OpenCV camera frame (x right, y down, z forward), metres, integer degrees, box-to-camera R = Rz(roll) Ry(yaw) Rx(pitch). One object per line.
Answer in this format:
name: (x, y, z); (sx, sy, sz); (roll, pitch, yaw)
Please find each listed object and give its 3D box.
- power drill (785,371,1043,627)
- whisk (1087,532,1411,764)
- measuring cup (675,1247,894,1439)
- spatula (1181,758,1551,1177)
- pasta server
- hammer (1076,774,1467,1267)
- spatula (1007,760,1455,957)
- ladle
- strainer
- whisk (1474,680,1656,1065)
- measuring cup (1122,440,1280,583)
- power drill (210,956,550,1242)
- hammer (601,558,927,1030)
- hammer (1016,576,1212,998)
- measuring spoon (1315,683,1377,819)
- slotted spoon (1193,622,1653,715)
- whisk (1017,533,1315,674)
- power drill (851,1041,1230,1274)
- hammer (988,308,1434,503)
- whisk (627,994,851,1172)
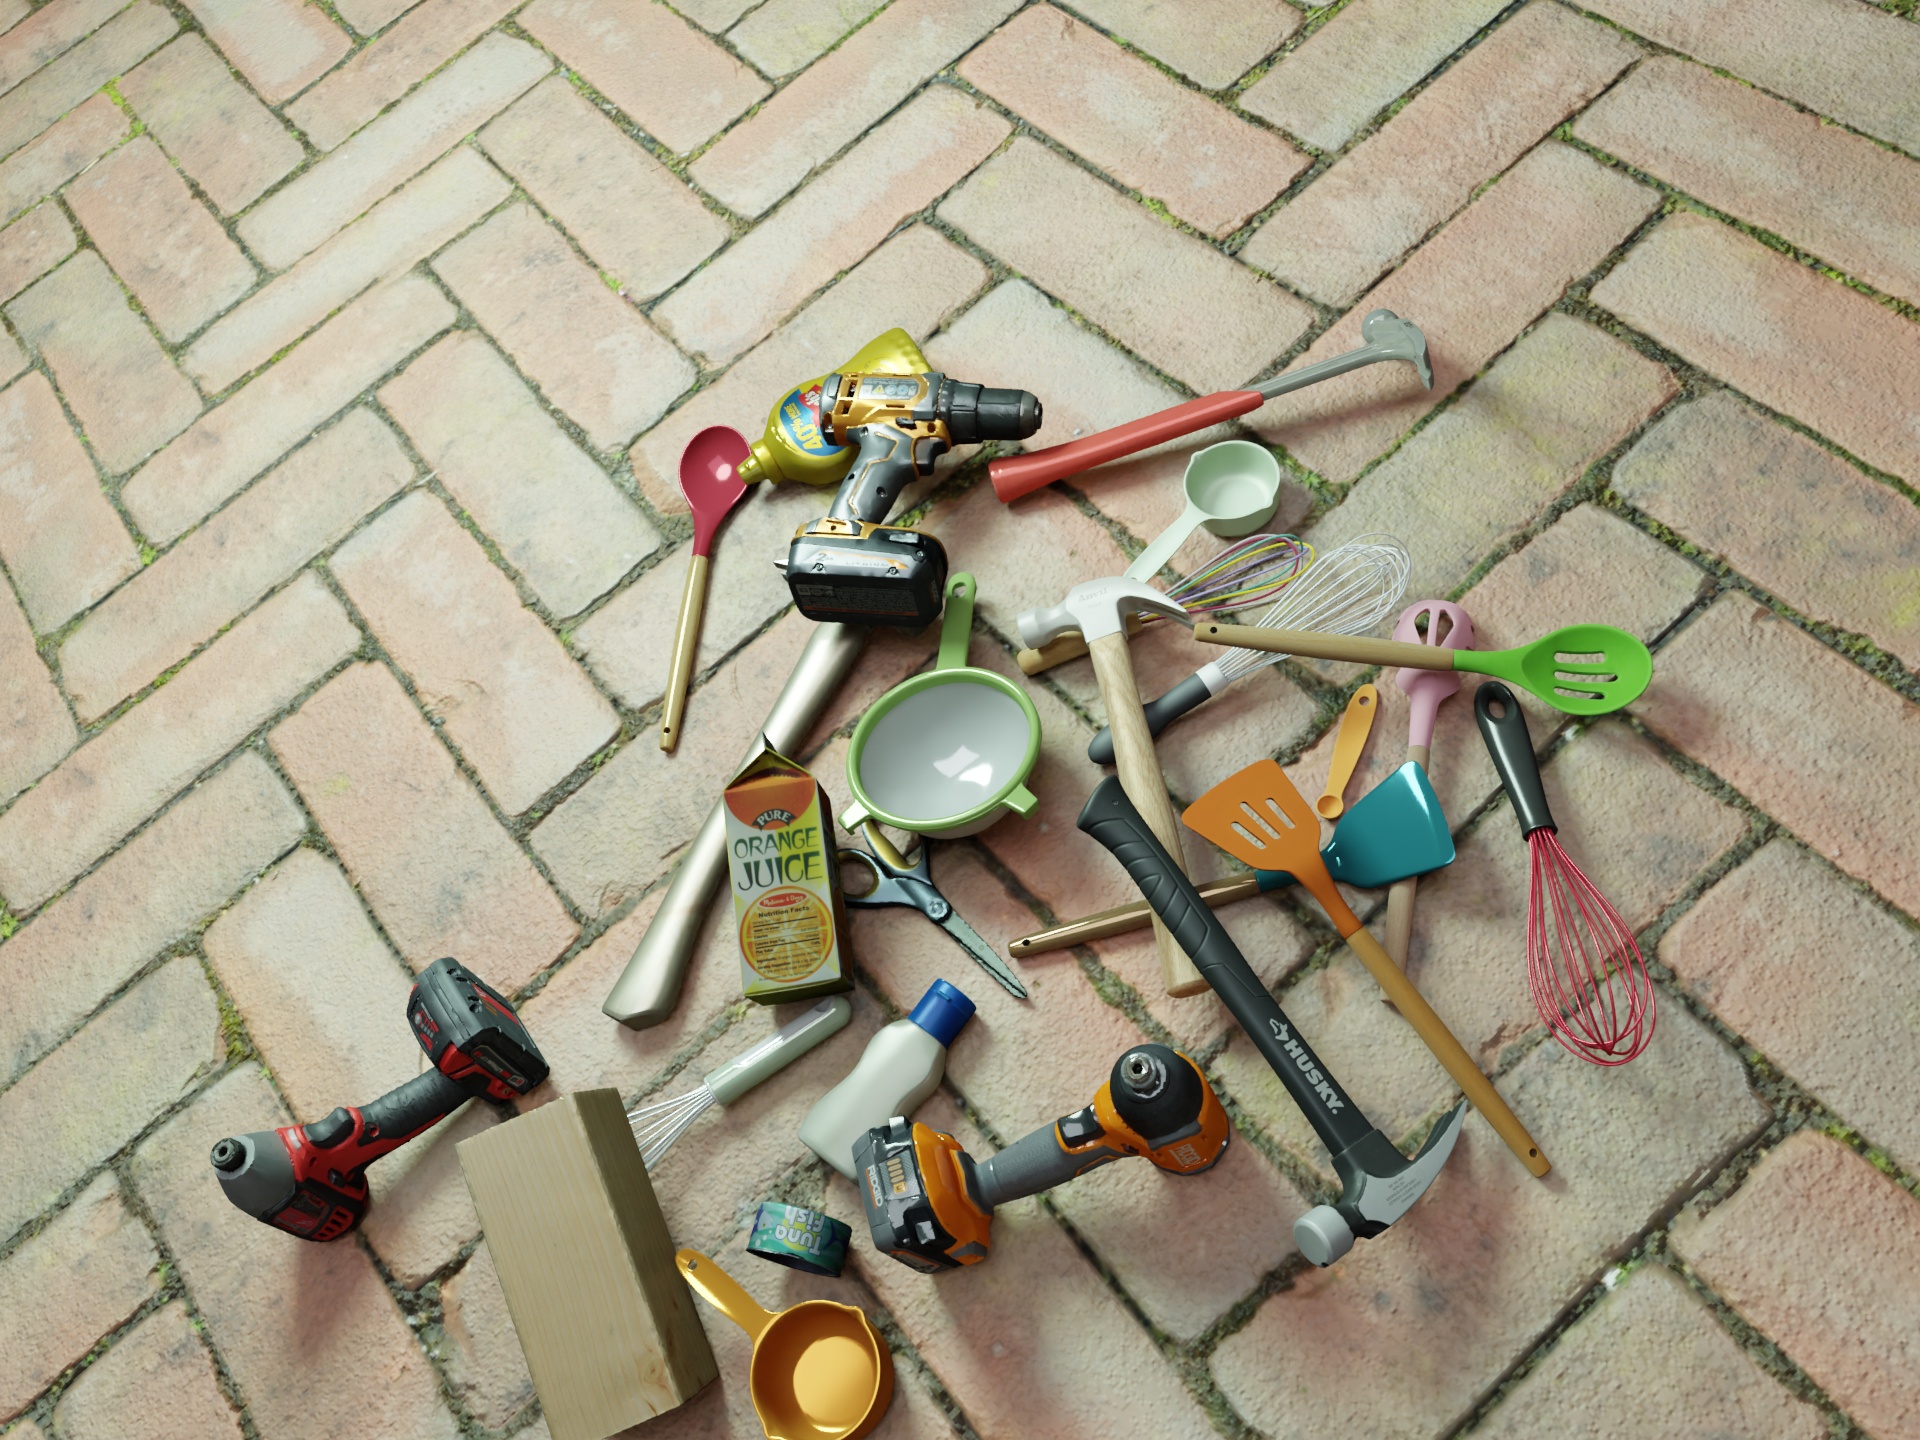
power drill: (-0.037, -0.188, 1.284); (0.185, 0.084, 0.226); (4, 60, 11)
whisk: (0.217, -0.048, 1.198); (0.284, 0.070, 0.070); (-34, 58, 3)
measuring cup: (-0.118, 0.406, 1.047); (0.174, 0.052, 0.095); (29, 74, 29)
spatula: (0.274, 0.162, 1.048); (0.081, 0.041, 0.323); (-33, 74, -13)
pasta server: (0.323, 0.048, 1.130); (0.060, 0.040, 0.316); (6, 68, 19)
hammer: (0.185, 0.171, 1.031); (0.146, 0.035, 0.335); (-23, 66, -29)
spatula: (0.183, 0.115, 1.122); (0.317, 0.044, 0.082); (-17, 58, 8)
ladle: (-0.229, -0.118, 1.378); (0.069, 0.031, 0.316); (1, 65, 8)
strainer: (-0.002, -0.004, 1.234); (0.151, 0.069, 0.257); (-7, 49, 15)
whisk: (0.394, 0.093, 1.068); (0.073, 0.073, 0.296); (-12, 54, 9)
measuring cup: (0.188, -0.152, 1.270); (0.167, 0.038, 0.083); (-45, 60, -8)
power drill: (-0.424, 0.280, 1.151); (0.219, 0.143, 0.079); (-39, 56, -9)
hammer: (-0.175, 0.051, 1.265); (0.146, 0.038, 0.411); (18, 69, 26)
hammer: (0.132, 0.038, 1.148); (0.130, 0.031, 0.332); (-20, 60, 17)
measuring spoon: (0.284, 0.023, 1.164); (0.021, 0.011, 0.117); (13, 63, 23)
slotted spoon: (0.324, -0.048, 1.133); (0.314, 0.031, 0.070); (7, 70, 10)
whisk: (0.160, -0.088, 1.241); (0.245, 0.051, 0.047); (-22, 64, 7)
power drill: (0.052, 0.270, 1.007); (0.226, 0.164, 0.084); (-22, 58, 6)
hammer: (0.197, -0.247, 1.292); (0.359, 0.036, 0.149); (-18, 26, 11)
whisk: (-0.185, 0.271, 1.144); (0.246, 0.059, 0.058); (-32, 23, -8)
